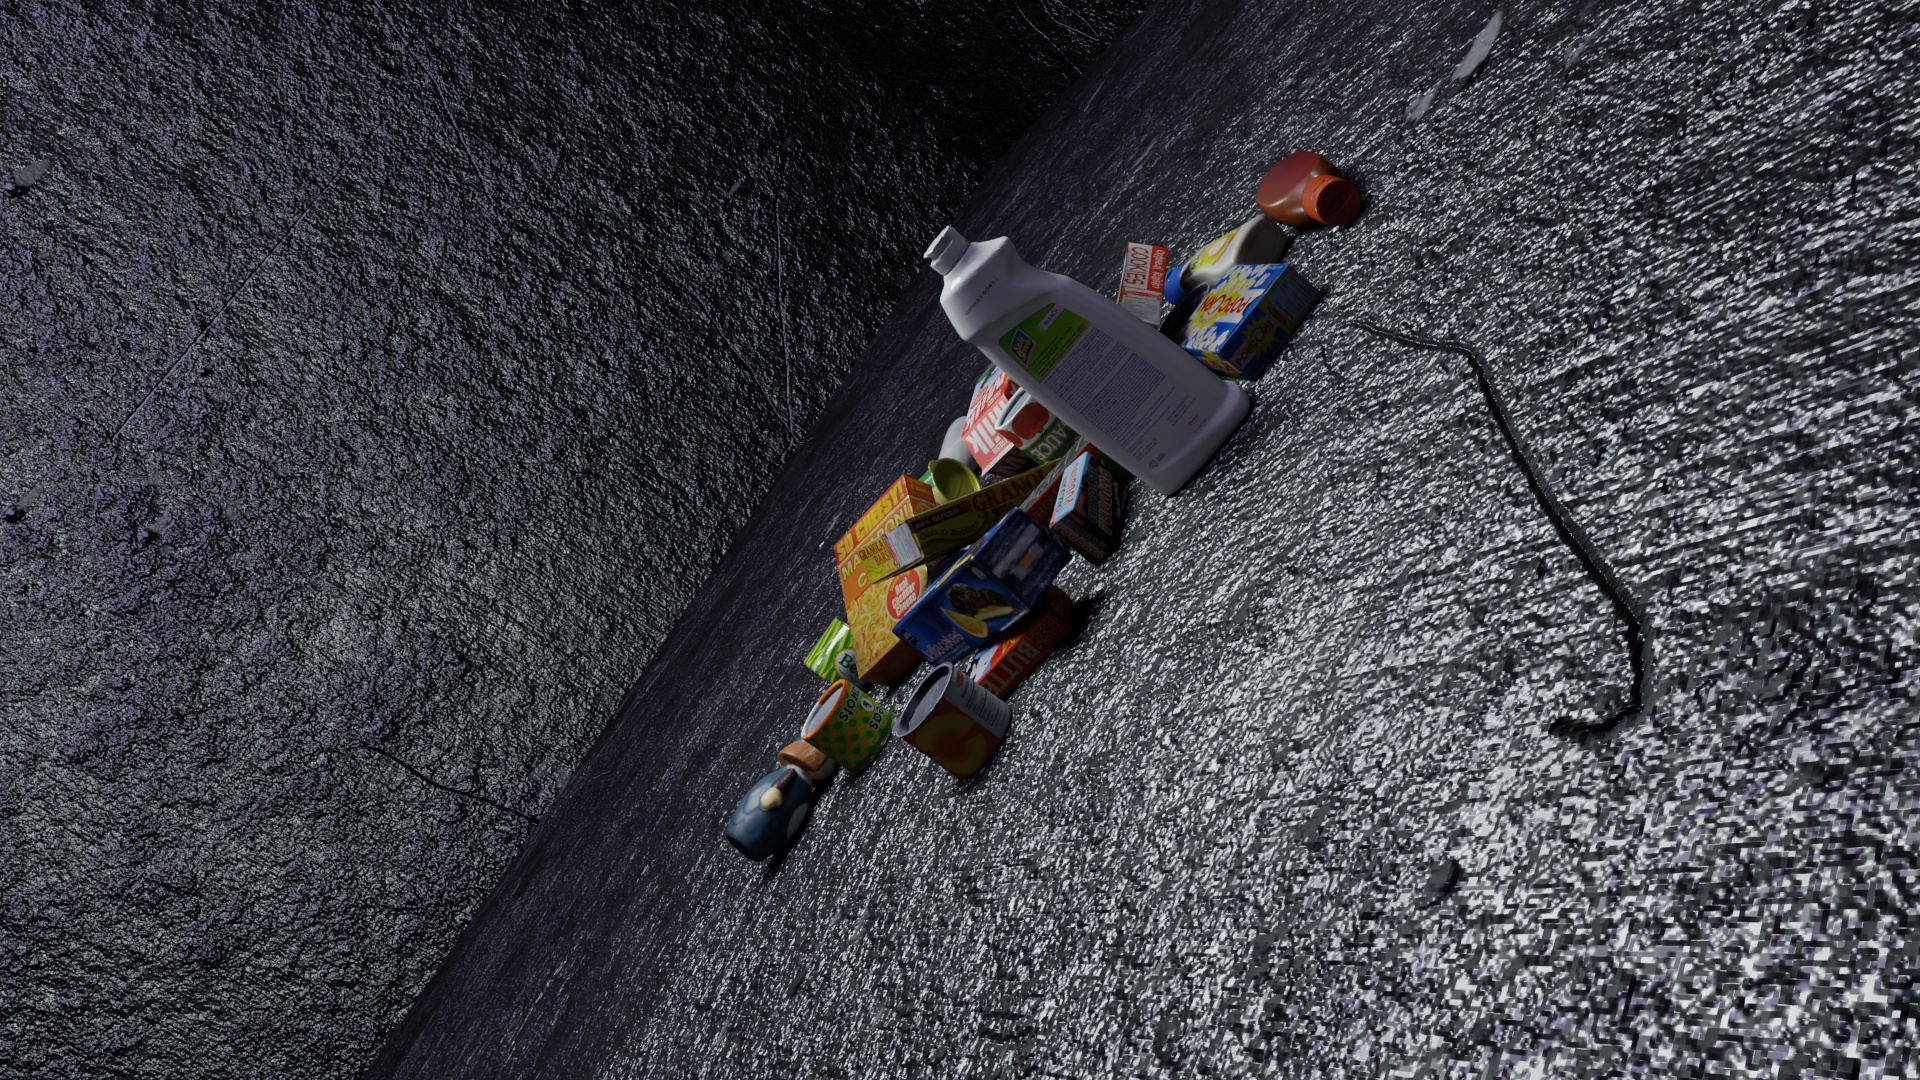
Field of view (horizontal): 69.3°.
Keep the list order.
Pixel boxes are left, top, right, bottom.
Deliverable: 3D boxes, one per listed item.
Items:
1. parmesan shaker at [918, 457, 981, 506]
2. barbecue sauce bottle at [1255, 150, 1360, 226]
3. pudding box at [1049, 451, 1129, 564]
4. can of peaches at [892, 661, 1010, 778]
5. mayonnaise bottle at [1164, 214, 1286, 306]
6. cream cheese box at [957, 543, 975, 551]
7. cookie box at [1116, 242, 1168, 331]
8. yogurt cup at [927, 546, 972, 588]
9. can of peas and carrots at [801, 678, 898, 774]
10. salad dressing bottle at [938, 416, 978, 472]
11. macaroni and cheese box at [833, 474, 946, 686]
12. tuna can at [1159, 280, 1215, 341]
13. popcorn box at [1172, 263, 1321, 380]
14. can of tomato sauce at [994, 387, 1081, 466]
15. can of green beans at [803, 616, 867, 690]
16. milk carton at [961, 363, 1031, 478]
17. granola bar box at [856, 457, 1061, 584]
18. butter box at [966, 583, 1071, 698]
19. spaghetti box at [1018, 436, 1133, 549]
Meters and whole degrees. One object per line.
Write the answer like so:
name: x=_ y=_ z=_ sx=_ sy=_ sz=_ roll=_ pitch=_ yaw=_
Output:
parmesan shaker: x=-0.034 y=-0.038 z=1.528 sx=0.102 sy=0.071 sz=0.072 roll=-41 pitch=17 yaw=41
barbecue sauce bottle: x=0.289 y=-0.286 z=1.146 sx=0.064 sy=0.043 sz=0.149 roll=-46 pitch=15 yaw=13
pudding box: x=0.101 y=-0.026 z=1.089 sx=0.030 sy=0.049 sz=0.084 roll=-42 pitch=17 yaw=35
can of peaches: x=-0.006 y=0.133 z=1.020 sx=0.071 sy=0.058 sz=0.071 roll=-49 pitch=14 yaw=17
mayonnaise bottle: x=0.228 y=-0.242 z=1.237 sx=0.065 sy=0.041 sz=0.148 roll=-56 pitch=14 yaw=-15
cream cheese box: x=0.021 y=-0.002 z=1.354 sx=0.104 sy=0.024 sz=0.053 roll=-55 pitch=12 yaw=-10
cookie box: x=0.149 y=-0.172 z=1.212 sx=0.168 sy=0.040 sz=0.122 roll=-73 pitch=-7 yaw=-56
yogurt cup: x=0.005 y=0.040 z=1.218 sx=0.072 sy=0.072 sz=0.054 roll=-52 pitch=5 yaw=1
can of peas and carrots: x=-0.100 y=0.165 z=1.249 sx=0.070 sy=0.058 sz=0.071 roll=-49 pitch=14 yaw=17
salad dressing bottle: x=-0.001 y=-0.092 z=1.622 sx=0.064 sy=0.044 sz=0.148 roll=-43 pitch=17 yaw=29
macaroni and cheese box: x=-0.062 y=0.038 z=1.346 sx=0.123 sy=0.040 sz=0.167 roll=-44 pitch=43 yaw=31
tuna can: x=0.203 y=-0.186 z=1.199 sx=0.071 sy=0.033 sz=0.071 roll=-49 pitch=14 yaw=16
popcorn box: x=0.221 y=-0.173 z=1.092 sx=0.085 sy=0.038 sz=0.127 roll=-51 pitch=13 yaw=3
can of tomato sauce: x=0.083 y=-0.101 z=1.271 sx=0.071 sy=0.083 sz=0.071 roll=-49 pitch=13 yaw=16
can of green beans: x=-0.117 y=0.120 z=1.410 sx=0.058 sy=0.071 sz=0.071 roll=-55 pitch=13 yaw=-6
milk carton: x=0.055 y=-0.133 z=1.469 sx=0.072 sy=0.073 sz=0.191 roll=-46 pitch=15 yaw=27
granola bar box: x=0.004 y=-0.016 z=1.239 sx=0.166 sy=0.039 sz=0.124 roll=-23 pitch=-2 yaw=-28
butter box: x=0.043 y=0.082 z=1.060 sx=0.103 sy=0.024 sz=0.053 roll=-47 pitch=13 yaw=21
spaghetti box: x=0.105 y=-0.053 z=1.143 sx=0.249 sy=0.050 sz=0.029 roll=-49 pitch=12 yaw=16
